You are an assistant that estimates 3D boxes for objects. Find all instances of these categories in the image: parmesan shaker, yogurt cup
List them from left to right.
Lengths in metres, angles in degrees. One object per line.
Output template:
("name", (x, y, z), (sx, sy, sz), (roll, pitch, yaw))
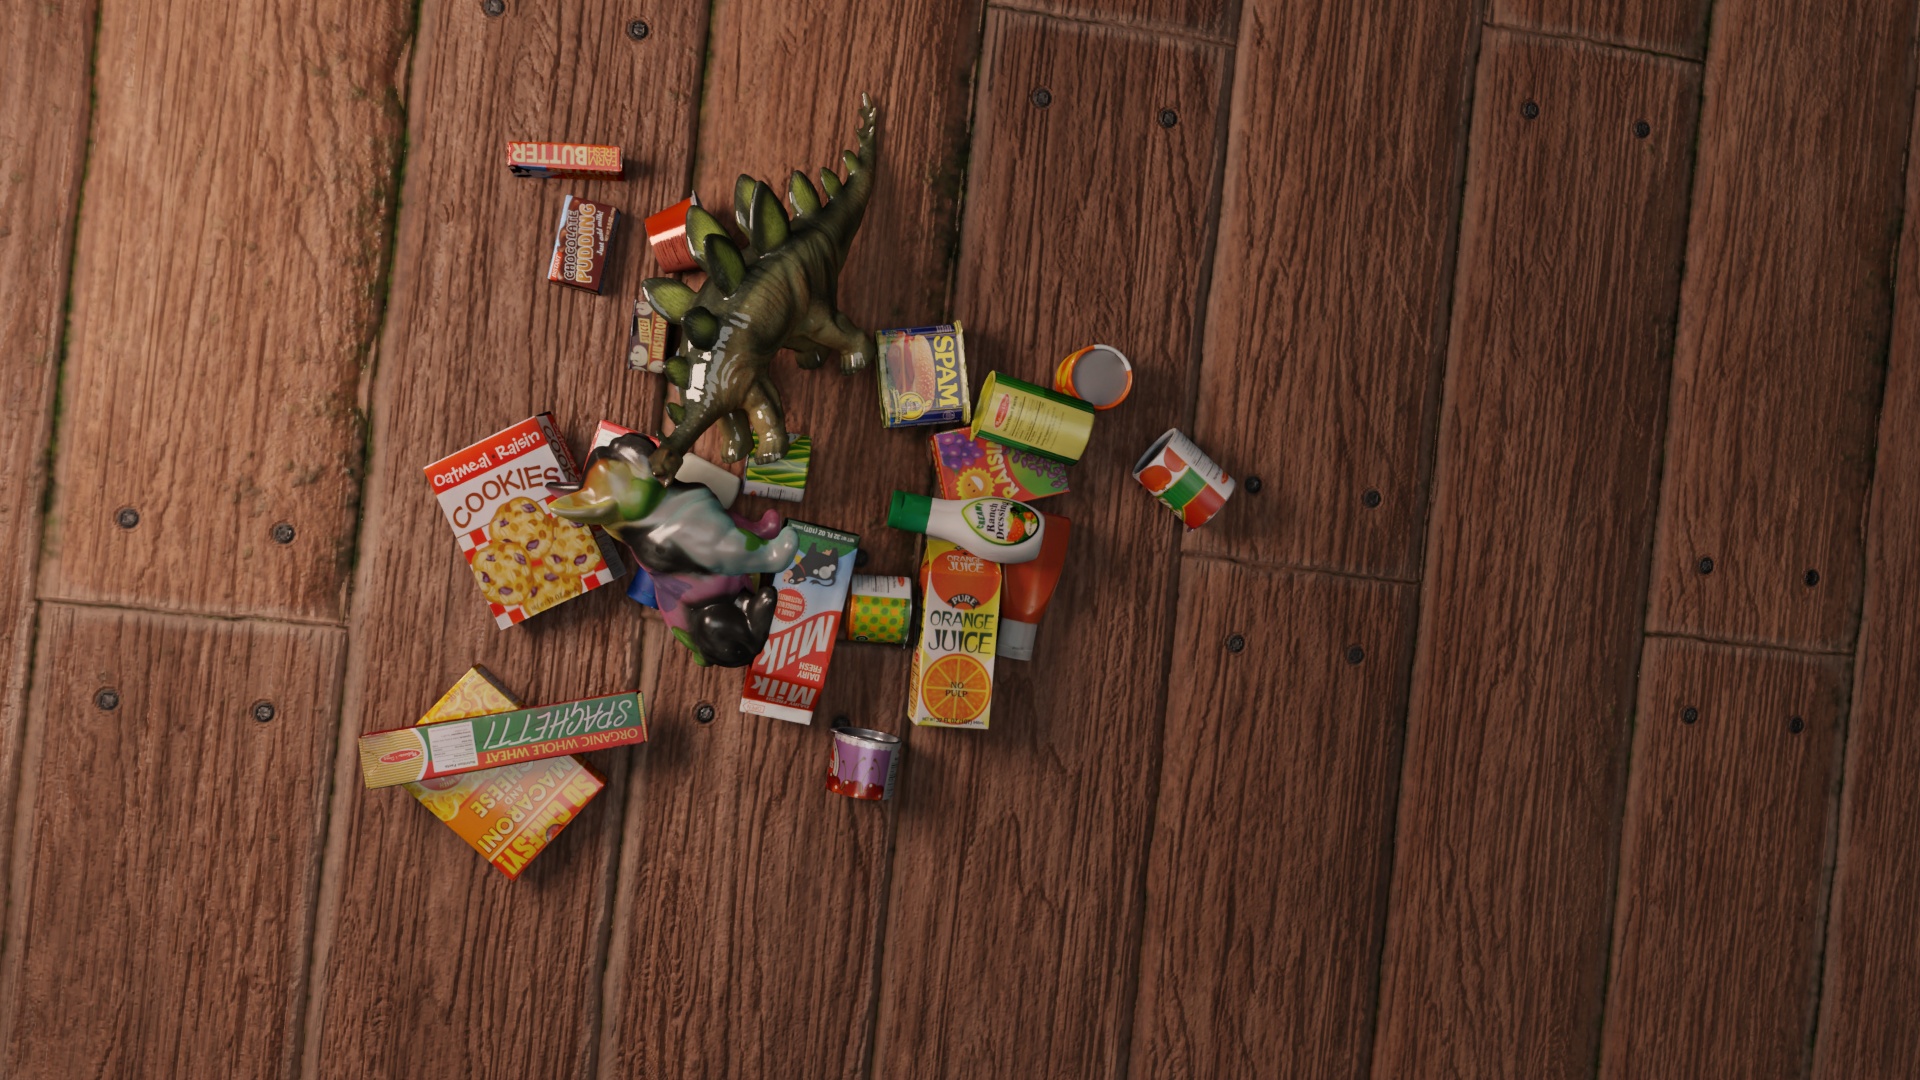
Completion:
("yogurt cup", (-0.264, -0.286, 1.315), (0.054, 0.072, 0.072), (-19, 94, -1))
("parmesan shaker", (0.068, -0.114, 1.332), (0.103, 0.071, 0.071), (17, 88, -10))

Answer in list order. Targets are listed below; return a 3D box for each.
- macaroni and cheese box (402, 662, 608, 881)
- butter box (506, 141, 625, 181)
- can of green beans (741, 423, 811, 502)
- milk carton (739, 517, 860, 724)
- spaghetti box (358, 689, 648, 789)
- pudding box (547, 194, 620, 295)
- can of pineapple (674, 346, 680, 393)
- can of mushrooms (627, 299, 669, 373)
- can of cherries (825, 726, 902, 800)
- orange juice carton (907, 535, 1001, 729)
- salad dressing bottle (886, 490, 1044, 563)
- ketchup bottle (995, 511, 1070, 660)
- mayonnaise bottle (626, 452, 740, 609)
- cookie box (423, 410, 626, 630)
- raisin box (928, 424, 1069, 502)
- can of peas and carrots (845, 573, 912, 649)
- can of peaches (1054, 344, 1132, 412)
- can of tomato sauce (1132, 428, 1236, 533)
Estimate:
("macaroni and cheese box", (-0.436, 0.217, 1.302), (0.166, 0.040, 0.124), (44, 84, -7))
("butter box", (-0.368, -0.355, 1.300), (0.103, 0.053, 0.024), (0, 93, -10))
("can of green beans", (-0.176, -0.073, 1.330), (0.058, 0.071, 0.071), (9, 90, -10))
("milk carton", (-0.156, 0.078, 1.332), (0.072, 0.073, 0.190), (13, 89, -11))
("spaghetti box", (-0.413, 0.180, 1.270), (0.250, 0.028, 0.050), (-9, 91, -10))
("pudding box", (-0.357, -0.280, 1.315), (0.050, 0.030, 0.083), (13, 88, -9))
("can of pineapple", (-0.239, -0.163, 1.322), (0.071, 0.058, 0.071), (0, 91, -10))
("can of mushrooms", (-0.293, -0.192, 1.306), (0.033, 0.071, 0.071), (7, 90, -11))
("can of cherries", (-0.097, 0.216, 1.349), (0.071, 0.071, 0.058), (10, 91, -10))
("orange juice carton", (-0.005, 0.084, 1.358), (0.072, 0.073, 0.192), (5, 90, -10))
("salad dressing bottle", (0.005, -0.017, 1.332), (0.148, 0.043, 0.064), (11, 59, -5))
("ketchup bottle", (0.066, 0.044, 1.385), (0.065, 0.043, 0.148), (11, 89, -9))
("mayonnaise bottle", (-0.269, -0.007, 1.328), (0.065, 0.041, 0.148), (28, 88, -15))
("cookie box", (-0.403, -0.019, 1.290), (0.123, 0.040, 0.167), (-23, 95, 9))
("raisin box", (0.038, -0.076, 1.381), (0.123, 0.040, 0.086), (-12, 94, -9))
("can of peas and carrots", (-0.080, 0.069, 1.349), (0.059, 0.071, 0.071), (4, 90, -9))
("can of peaches", (0.132, -0.158, 1.386), (0.071, 0.058, 0.071), (0, 91, -10))
("can of tomato sauce", (0.223, -0.061, 1.400), (0.083, 0.071, 0.071), (41, 85, -7))
